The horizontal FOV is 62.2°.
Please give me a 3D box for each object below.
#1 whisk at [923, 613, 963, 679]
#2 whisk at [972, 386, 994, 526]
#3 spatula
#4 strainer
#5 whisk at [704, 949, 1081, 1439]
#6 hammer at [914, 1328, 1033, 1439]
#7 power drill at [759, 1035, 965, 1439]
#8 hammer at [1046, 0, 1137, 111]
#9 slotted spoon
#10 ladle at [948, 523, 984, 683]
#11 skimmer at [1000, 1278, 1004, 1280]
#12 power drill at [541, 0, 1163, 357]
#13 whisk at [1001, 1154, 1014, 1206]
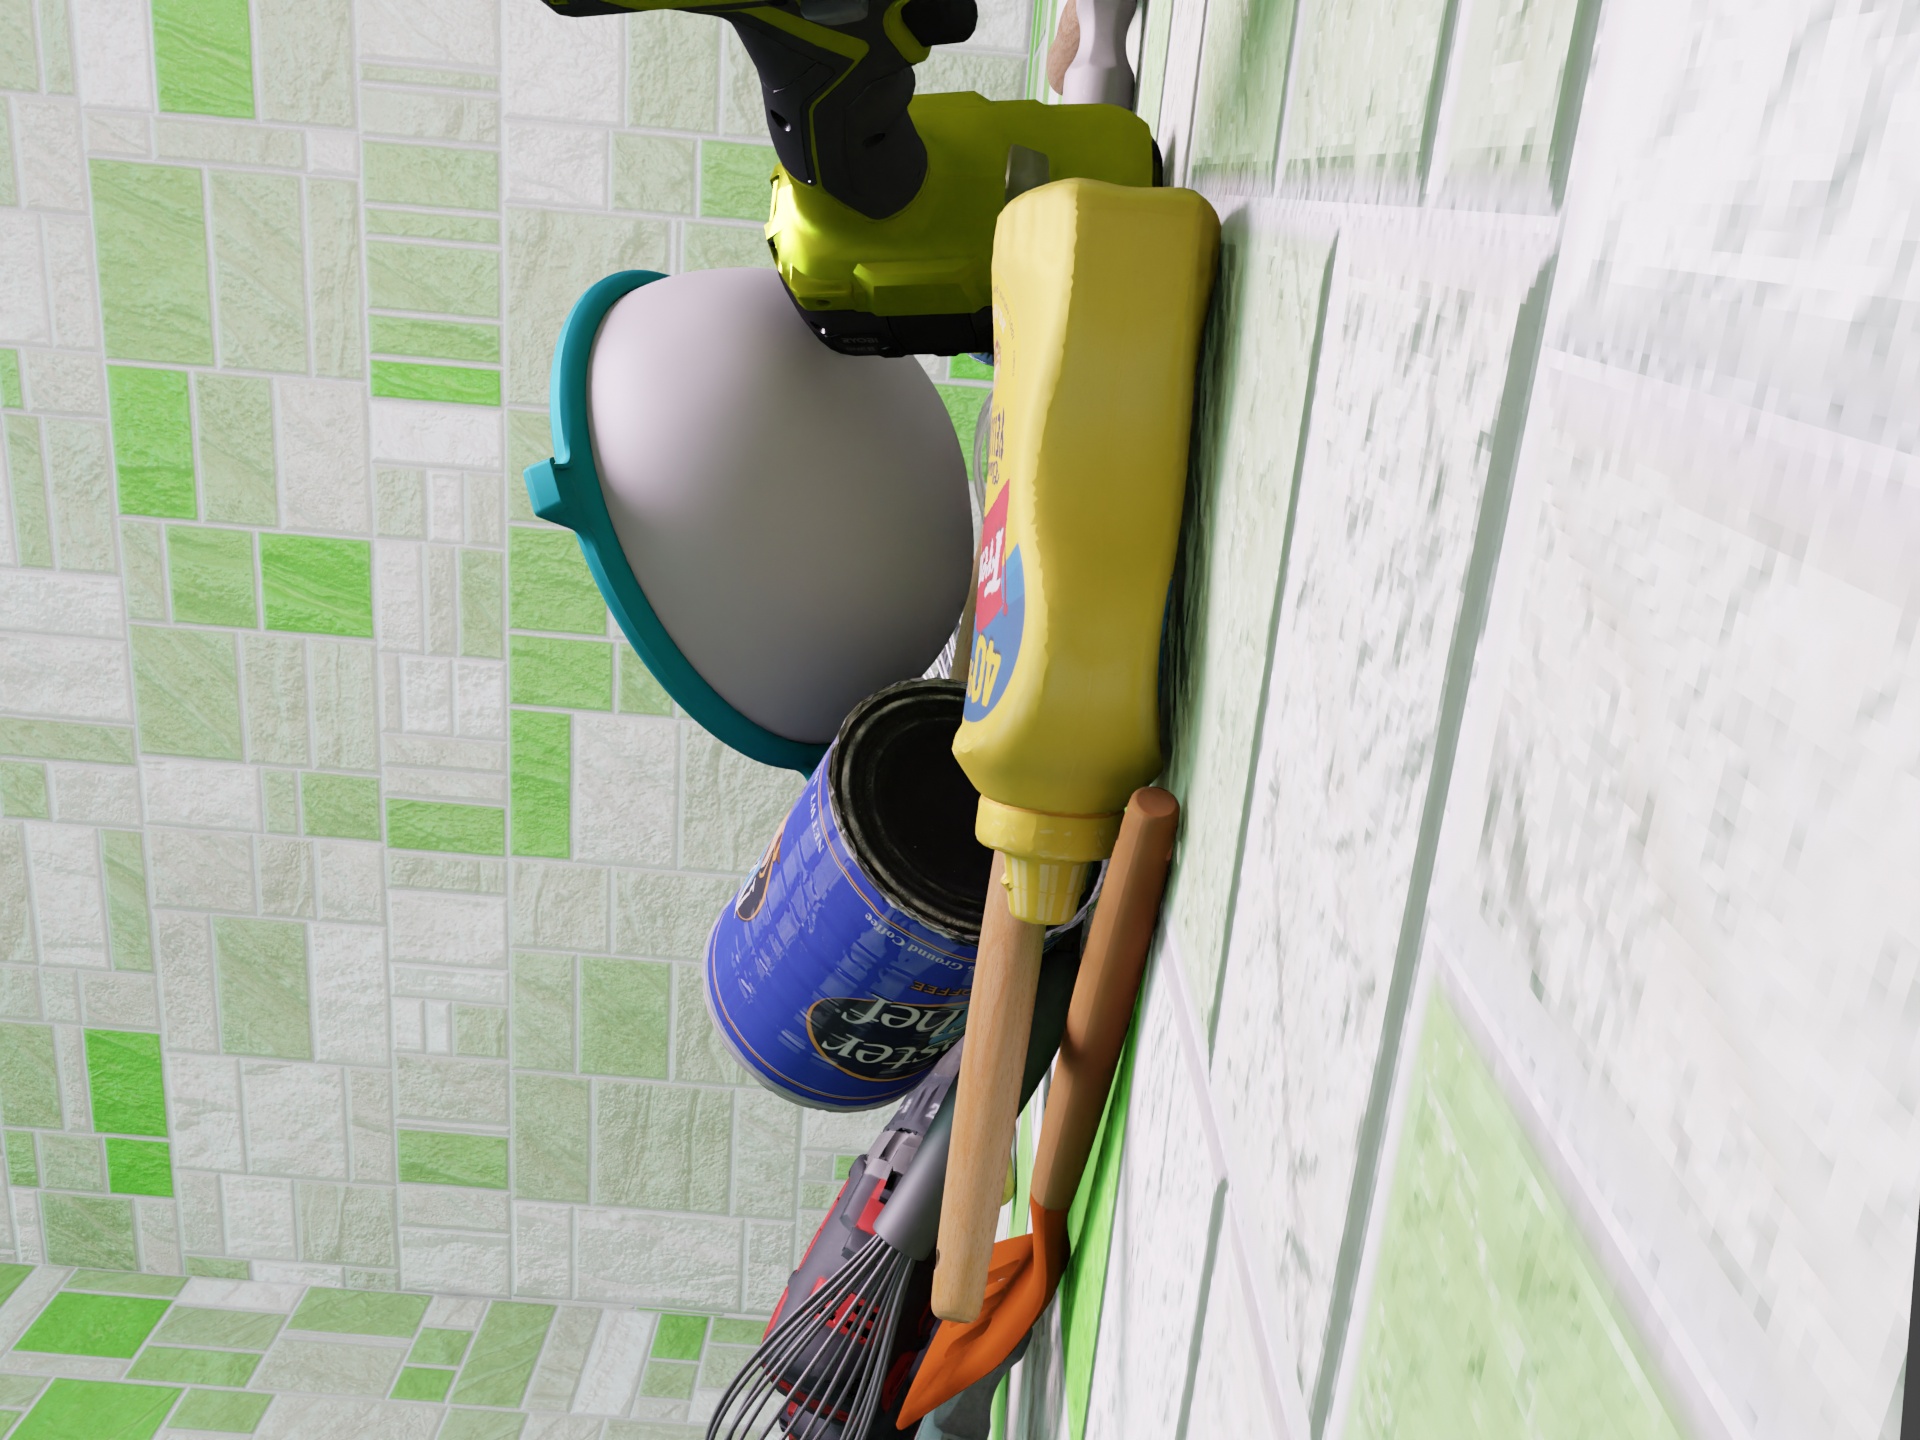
[{"bbox_3d":[0.000,-0.003,0.754,0.070,0.070,0.285,96,160,-52],"label":"whisk"},{"bbox_3d":[0.029,-0.018,0.641,0.059,0.058,0.246,-12,-77,-53],"label":"whisk"},{"bbox_3d":[0.024,0.133,0.504,0.081,0.041,0.322,-55,-19,-43],"label":"spatula"},{"bbox_3d":[-0.048,-0.139,0.666,0.210,0.095,0.341,51,-148,-36],"label":"strainer"},{"bbox_3d":[-0.021,0.186,0.570,0.239,0.055,0.055,-58,-2,-5],"label":"whisk"},{"bbox_3d":[0.007,0.265,0.512,0.331,0.033,0.128,109,-175,-73],"label":"hammer"},{"bbox_3d":[-0.020,0.247,0.732,0.188,0.080,0.226,-58,-17,-34],"label":"power drill"},{"bbox_3d":[0.064,-0.359,0.805,0.331,0.031,0.130,-88,3,-75],"label":"hammer"},{"bbox_3d":[0.023,0.020,0.490,0.070,0.031,0.314,107,174,-63],"label":"slotted spoon"},{"bbox_3d":[0.014,-0.122,0.765,0.078,0.062,0.320,89,-168,-67],"label":"ladle"},{"bbox_3d":[-0.029,0.381,1.000,0.127,0.090,0.363,60,164,18],"label":"skimmer"},{"bbox_3d":[-0.004,-0.193,0.460,0.228,0.190,0.080,49,-136,-71],"label":"power drill"},{"bbox_3d":[0.017,0.194,0.942,0.245,0.051,0.047,-96,-11,-62],"label":"whisk"}]
